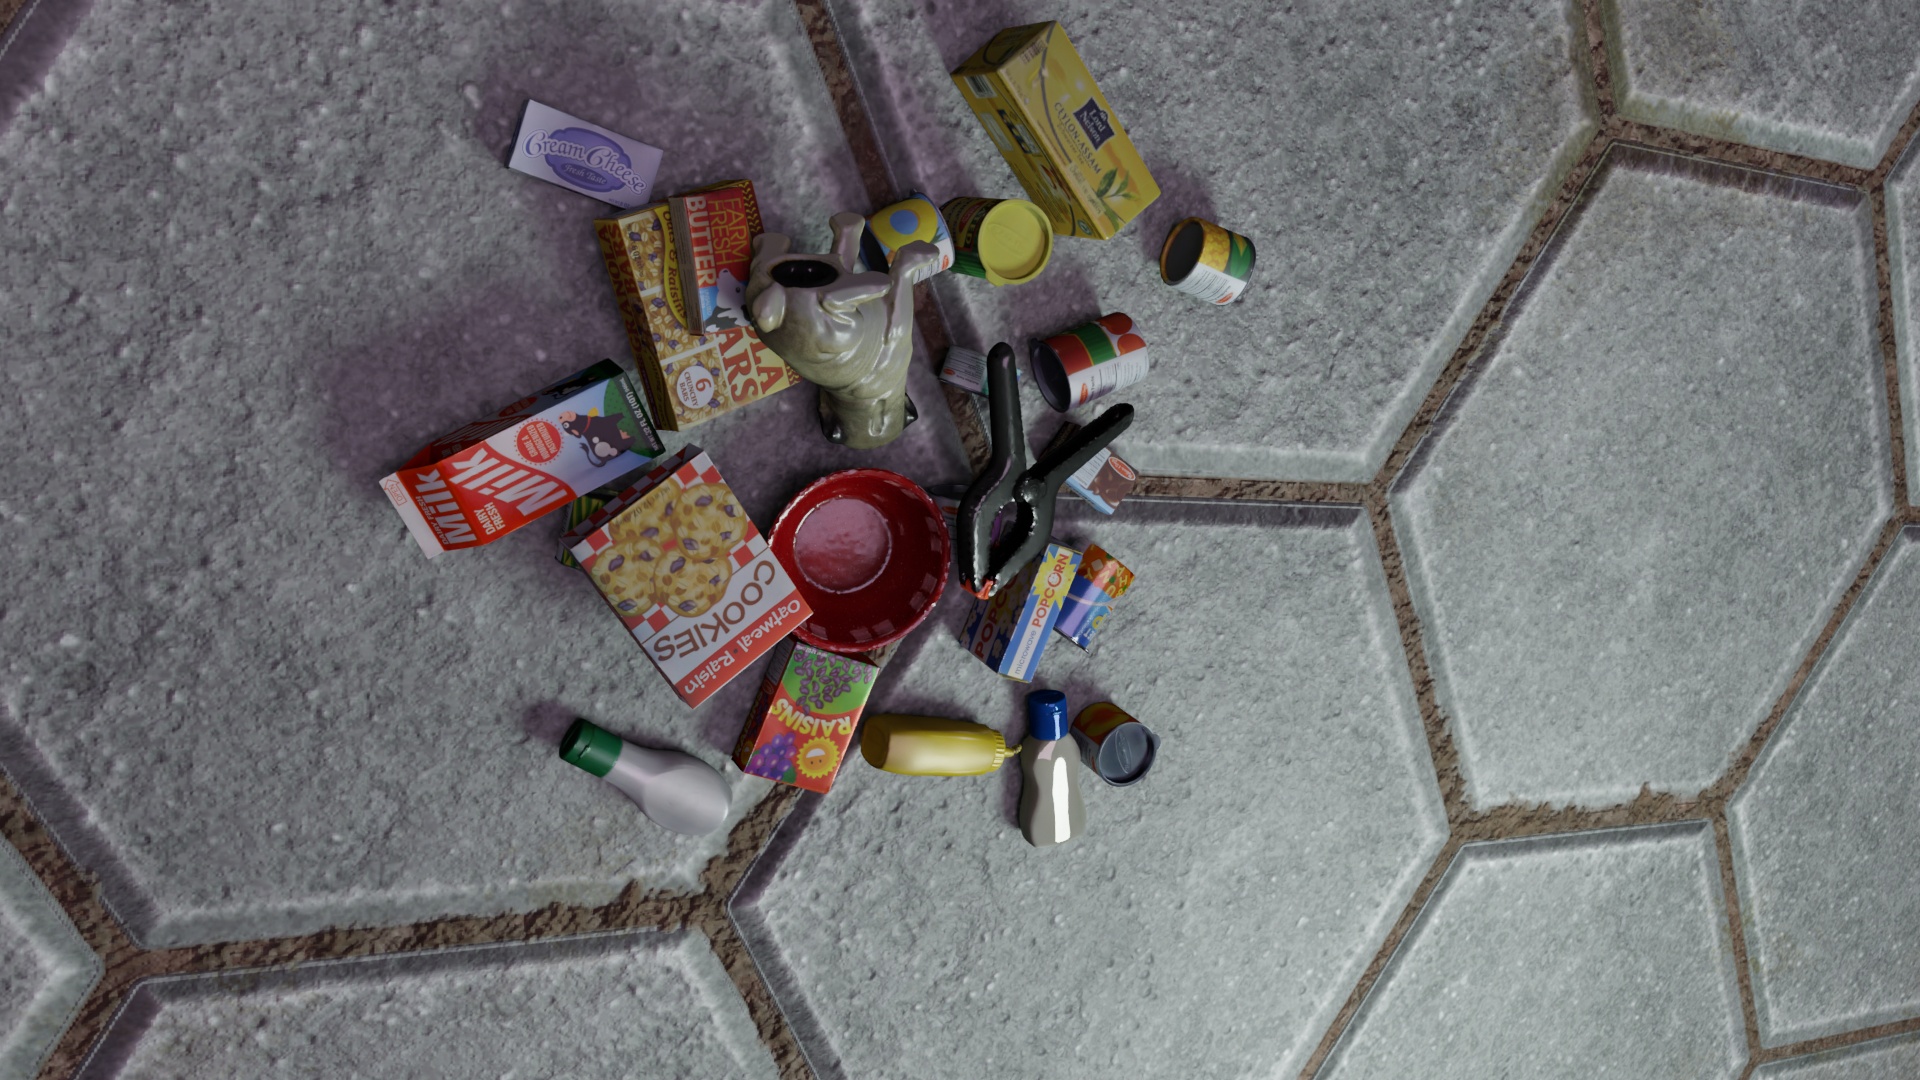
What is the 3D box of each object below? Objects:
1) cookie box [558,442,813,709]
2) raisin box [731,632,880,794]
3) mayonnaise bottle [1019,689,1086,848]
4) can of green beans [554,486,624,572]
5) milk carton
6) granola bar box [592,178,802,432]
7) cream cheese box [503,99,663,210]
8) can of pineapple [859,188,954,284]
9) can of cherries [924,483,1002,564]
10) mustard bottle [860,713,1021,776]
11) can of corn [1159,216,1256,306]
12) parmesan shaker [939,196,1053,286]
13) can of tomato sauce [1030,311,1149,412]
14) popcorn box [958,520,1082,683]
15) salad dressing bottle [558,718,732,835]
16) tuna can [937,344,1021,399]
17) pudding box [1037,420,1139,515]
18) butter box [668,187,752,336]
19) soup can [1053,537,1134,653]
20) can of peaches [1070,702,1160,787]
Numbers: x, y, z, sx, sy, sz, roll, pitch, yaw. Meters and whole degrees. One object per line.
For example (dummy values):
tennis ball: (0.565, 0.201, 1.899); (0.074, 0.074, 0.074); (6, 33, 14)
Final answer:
cookie box: (-0.208, 0.029, 1.070); (0.123, 0.040, 0.167); (-39, 119, -16)
raisin box: (-0.135, 0.149, 1.207); (0.086, 0.040, 0.123); (20, 94, -29)
mayonnaise bottle: (0.086, 0.217, 1.328); (0.065, 0.041, 0.147); (-11, 107, -23)
can of green beans: (-0.277, -0.007, 1.082); (0.071, 0.071, 0.057); (10, 99, -27)
milk carton: (-0.327, -0.060, 1.040); (0.191, 0.073, 0.072); (-30, 115, -15)
granola bar box: (-0.197, -0.181, 1.065); (0.125, 0.039, 0.165); (-29, 116, -37)
cream cheese box: (-0.278, -0.283, 1.030); (0.104, 0.024, 0.053); (15, 96, -28)
can of pineapple: (-0.047, -0.242, 1.127); (0.058, 0.071, 0.070); (-28, 114, -15)
can of cherries: (0.004, -0.015, 1.213); (0.071, 0.071, 0.058); (-2, 106, -24)
mustard bottle: (-0.010, 0.189, 1.263); (0.160, 0.065, 0.048); (10, 96, -31)
can of corn: (0.221, -0.253, 1.249); (0.058, 0.071, 0.071); (15, 97, -27)
parmesan shaker: (0.021, -0.245, 1.135); (0.071, 0.103, 0.071); (-7, 107, -23)
can of tomato sauce: (0.113, -0.159, 1.224); (0.083, 0.071, 0.071); (-23, 113, -18)
popcorn box: (0.052, 0.054, 1.241); (0.038, 0.085, 0.126); (20, 96, -27)
salad dressing bottle: (-0.262, 0.196, 1.158); (0.147, 0.044, 0.064); (34, 90, -27)
tuna can: (0.018, -0.140, 1.184); (0.071, 0.071, 0.033); (18, 95, -28)
pudding box: (0.117, -0.066, 1.270); (0.083, 0.030, 0.049); (35, 87, -28)
butter box: (-0.182, -0.207, 1.029); (0.053, 0.024, 0.103); (-20, 111, -41)
soup can: (0.113, 0.050, 1.278); (0.071, 0.071, 0.084); (38, 87, -28)
can of peaches: (0.148, 0.195, 1.340); (0.071, 0.058, 0.071); (-7, 106, -23)
